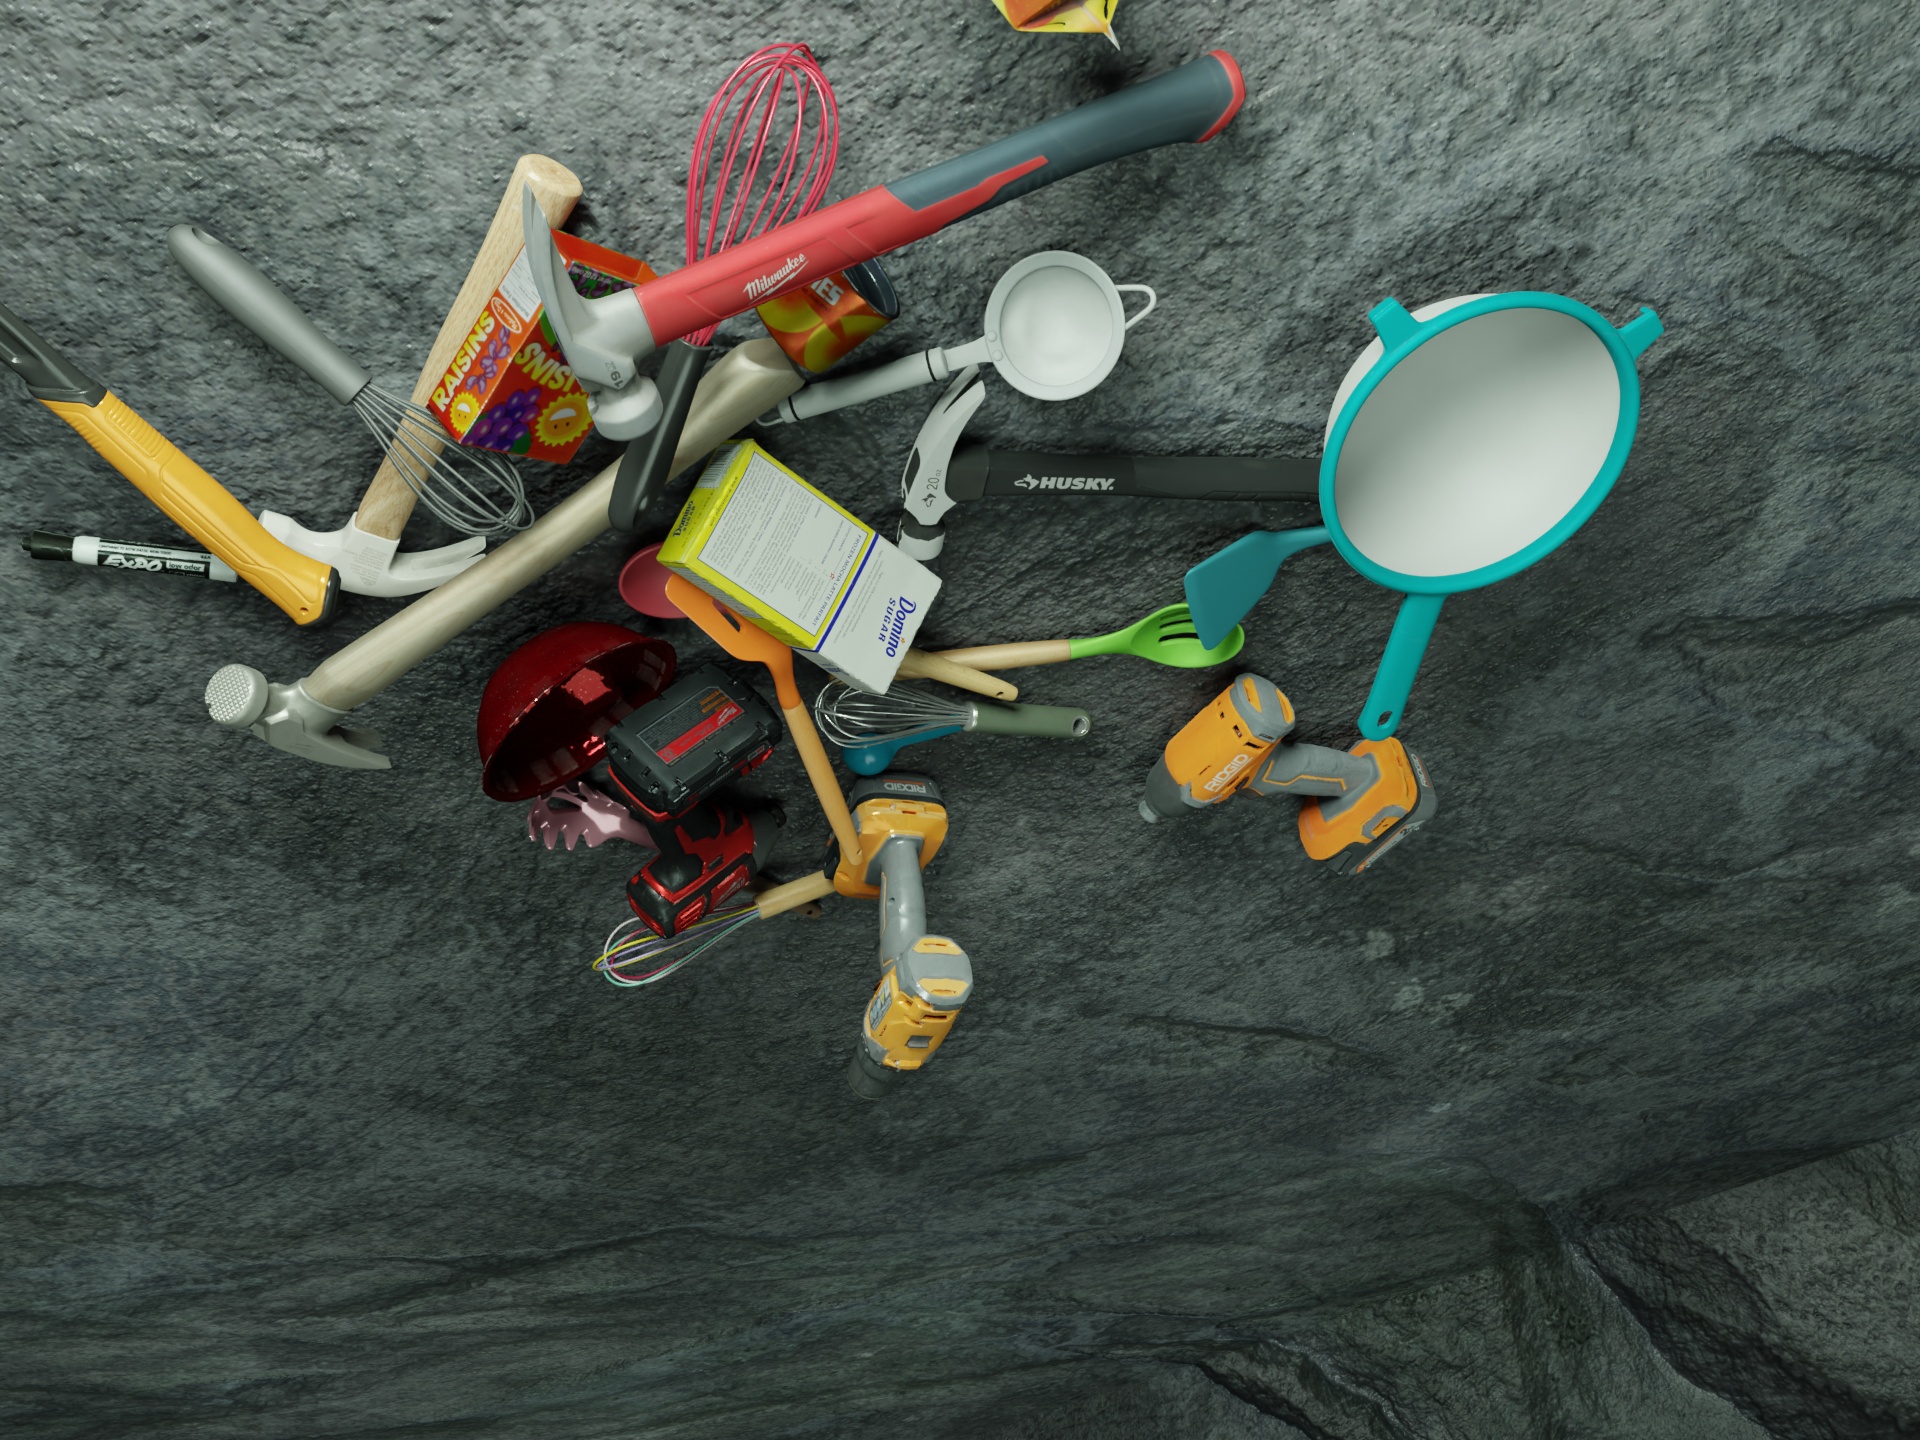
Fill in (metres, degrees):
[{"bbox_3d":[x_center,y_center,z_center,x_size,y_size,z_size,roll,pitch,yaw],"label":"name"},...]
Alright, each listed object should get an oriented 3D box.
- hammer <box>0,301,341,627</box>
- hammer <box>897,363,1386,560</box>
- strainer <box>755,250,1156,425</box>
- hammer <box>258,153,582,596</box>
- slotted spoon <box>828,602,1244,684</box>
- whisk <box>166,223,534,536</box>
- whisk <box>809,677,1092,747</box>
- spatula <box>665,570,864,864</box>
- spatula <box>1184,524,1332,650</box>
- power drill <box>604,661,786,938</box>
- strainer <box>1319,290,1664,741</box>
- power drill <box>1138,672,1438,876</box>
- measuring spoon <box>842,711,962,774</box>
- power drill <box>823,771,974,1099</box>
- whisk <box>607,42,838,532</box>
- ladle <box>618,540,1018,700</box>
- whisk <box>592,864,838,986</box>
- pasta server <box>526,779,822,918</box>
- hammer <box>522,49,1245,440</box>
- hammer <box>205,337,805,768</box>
[{"bbox_3d":[-0.486,-0.164,0.890,0.127,0.034,0.336,-26,132,16],"label":"hammer"},{"bbox_3d":[0.130,-0.168,1.070,0.334,0.035,0.146,-1,140,-14],"label":"hammer"},{"bbox_3d":[-0.006,-0.221,0.968,0.258,0.050,0.087,-13,98,12],"label":"strainer"},{"bbox_3d":[-0.303,-0.190,0.936,0.130,0.031,0.331,18,132,-31],"label":"hammer"},{"bbox_3d":[0.056,-0.052,1.199,0.313,0.031,0.070,-7,141,-3],"label":"slotted spoon"},{"bbox_3d":[-0.334,-0.185,0.883,0.055,0.055,0.238,-36,114,27],"label":"whisk"},{"bbox_3d":[-0.002,-0.004,1.217,0.246,0.059,0.058,4,102,-31],"label":"whisk"},{"bbox_3d":[-0.120,0.000,1.126,0.041,0.081,0.322,22,148,31],"label":"spatula"},{"bbox_3d":[0.312,-0.140,1.144,0.317,0.044,0.082,-19,135,7],"label":"spatula"},{"bbox_3d":[-0.193,0.065,1.211,0.143,0.079,0.219,-37,154,-28],"label":"power drill"},{"bbox_3d":[0.312,-0.143,1.072,0.211,0.095,0.340,-2,129,-13],"label":"strainer"},{"bbox_3d":[0.269,0.056,1.344,0.226,0.084,0.164,20,132,-27],"label":"power drill"},{"bbox_3d":[-0.032,0.018,1.262,0.128,0.021,0.042,-18,141,9],"label":"measuring spoon"},{"bbox_3d":[-0.057,0.179,1.288,0.084,0.226,0.185,6,138,-21],"label":"power drill"},{"bbox_3d":[-0.139,-0.226,0.872,0.073,0.073,0.295,12,123,-27],"label":"whisk"},{"bbox_3d":[-0.092,-0.064,1.129,0.315,0.031,0.069,18,128,-27],"label":"ladle"},{"bbox_3d":[-0.191,0.166,1.342,0.245,0.051,0.047,-19,132,-19],"label":"whisk"},{"bbox_3d":[-0.227,0.116,1.320,0.060,0.040,0.316,-46,133,15],"label":"pasta server"},{"bbox_3d":[-0.028,-0.274,0.814,0.386,0.038,0.143,-26,145,-9],"label":"hammer"},{"bbox_3d":[-0.266,-0.101,0.998,0.410,0.038,0.146,-34,156,9],"label":"hammer"}]
